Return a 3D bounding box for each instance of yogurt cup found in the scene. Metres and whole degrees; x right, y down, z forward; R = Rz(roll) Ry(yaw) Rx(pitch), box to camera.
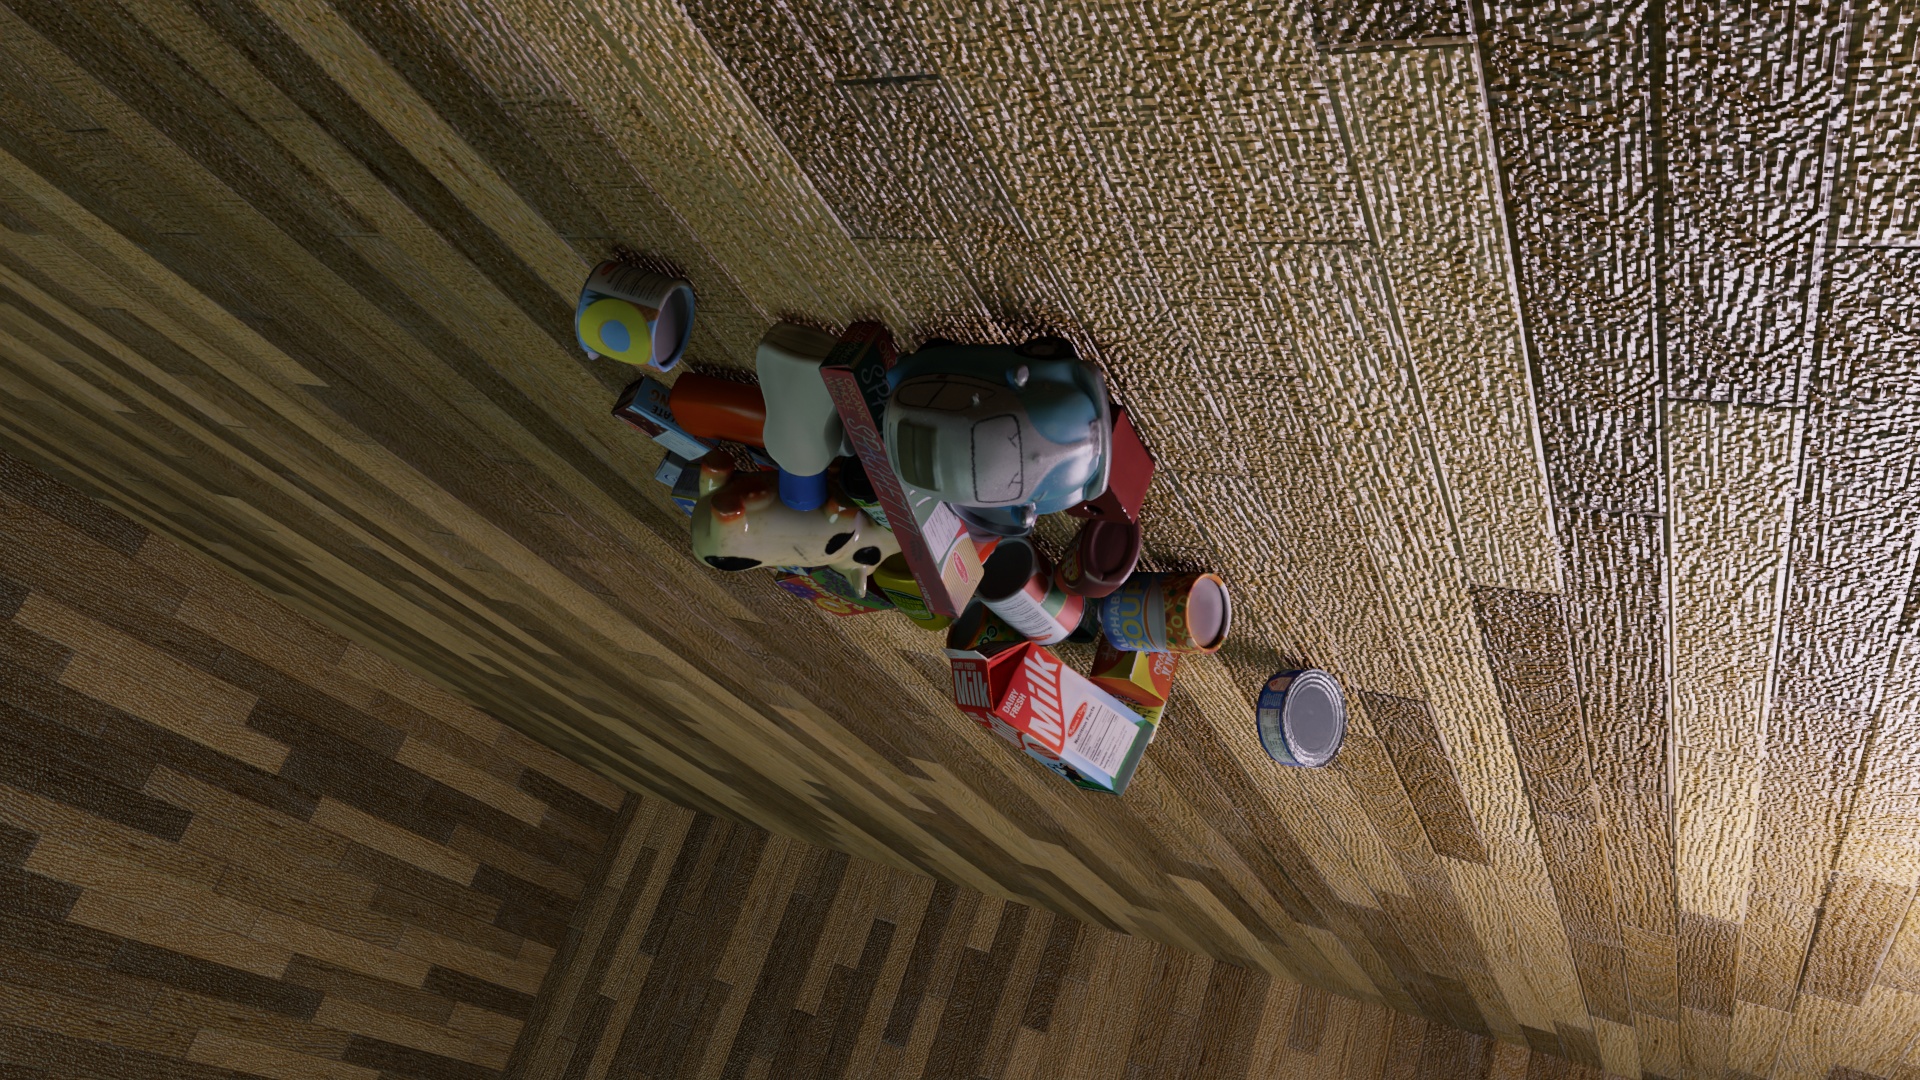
[{"bbox_3d":[0.004,-0.014,1.099,0.072,0.073,0.053,26,150,-13],"label":"yogurt cup"}]

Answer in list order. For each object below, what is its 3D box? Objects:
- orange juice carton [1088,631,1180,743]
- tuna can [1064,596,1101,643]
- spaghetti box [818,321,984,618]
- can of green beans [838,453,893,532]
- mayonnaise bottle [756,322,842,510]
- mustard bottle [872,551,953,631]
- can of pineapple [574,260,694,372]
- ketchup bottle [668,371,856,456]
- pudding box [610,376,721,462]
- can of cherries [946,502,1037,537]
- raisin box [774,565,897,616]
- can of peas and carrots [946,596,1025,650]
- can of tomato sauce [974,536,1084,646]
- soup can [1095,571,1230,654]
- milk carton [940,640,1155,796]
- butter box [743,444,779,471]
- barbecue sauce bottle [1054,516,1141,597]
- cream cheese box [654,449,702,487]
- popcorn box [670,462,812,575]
[{"bbox_3d":[0.159,0.120,1.271,0.073,0.072,0.192,17,159,10],"label":"orange juice carton"},{"bbox_3d":[0.096,0.065,1.248,0.071,0.033,0.071,18,160,7],"label":"tuna can"},{"bbox_3d":[-0.037,-0.045,0.989,0.028,0.050,0.248,8,140,29],"label":"spaghetti box"},{"bbox_3d":[-0.050,-0.046,1.063,0.071,0.071,0.057,4,154,36],"label":"can of green beans"},{"bbox_3d":[-0.112,-0.085,0.993,0.065,0.041,0.147,18,138,10],"label":"mayonnaise bottle"},{"bbox_3d":[-0.034,0.050,1.312,0.065,0.049,0.159,14,158,22],"label":"mustard bottle"},{"bbox_3d":[-0.223,-0.153,0.958,0.058,0.071,0.070,17,159,10],"label":"can of pineapple"},{"bbox_3d":[-0.147,-0.094,1.068,0.149,0.043,0.064,12,161,21],"label":"ketchup bottle"},{"bbox_3d":[-0.243,-0.100,1.161,0.083,0.030,0.049,31,158,-26],"label":"pudding box"},{"bbox_3d":[0.031,-0.043,1.005,0.071,0.058,0.071,19,159,8],"label":"can of cherries"},{"bbox_3d":[-0.118,0.038,1.376,0.086,0.040,0.123,30,158,-26],"label":"raisin box"},{"bbox_3d":[0.028,0.096,1.338,0.058,0.071,0.071,30,157,-21],"label":"can of peas and carrots"},{"bbox_3d":[0.057,0.041,1.185,0.071,0.071,0.083,3,152,39],"label":"can of tomato sauce"},{"bbox_3d":[0.163,0.058,1.117,0.083,0.071,0.071,-1,150,44],"label":"soup can"},{"bbox_3d":[0.069,0.145,1.220,0.190,0.073,0.072,35,162,-20],"label":"milk carton"},{"bbox_3d":[-0.140,-0.062,1.169,0.053,0.024,0.103,13,158,20],"label":"butter box"},{"bbox_3d":[0.104,0.016,1.086,0.044,0.065,0.148,16,168,-3],"label":"barbecue sauce bottle"},{"bbox_3d":[-0.226,-0.051,1.274,0.104,0.024,0.053,26,157,-15],"label":"cream cheese box"},{"bbox_3d":[-0.187,-0.018,1.230,0.085,0.038,0.126,9,156,26],"label":"popcorn box"}]
